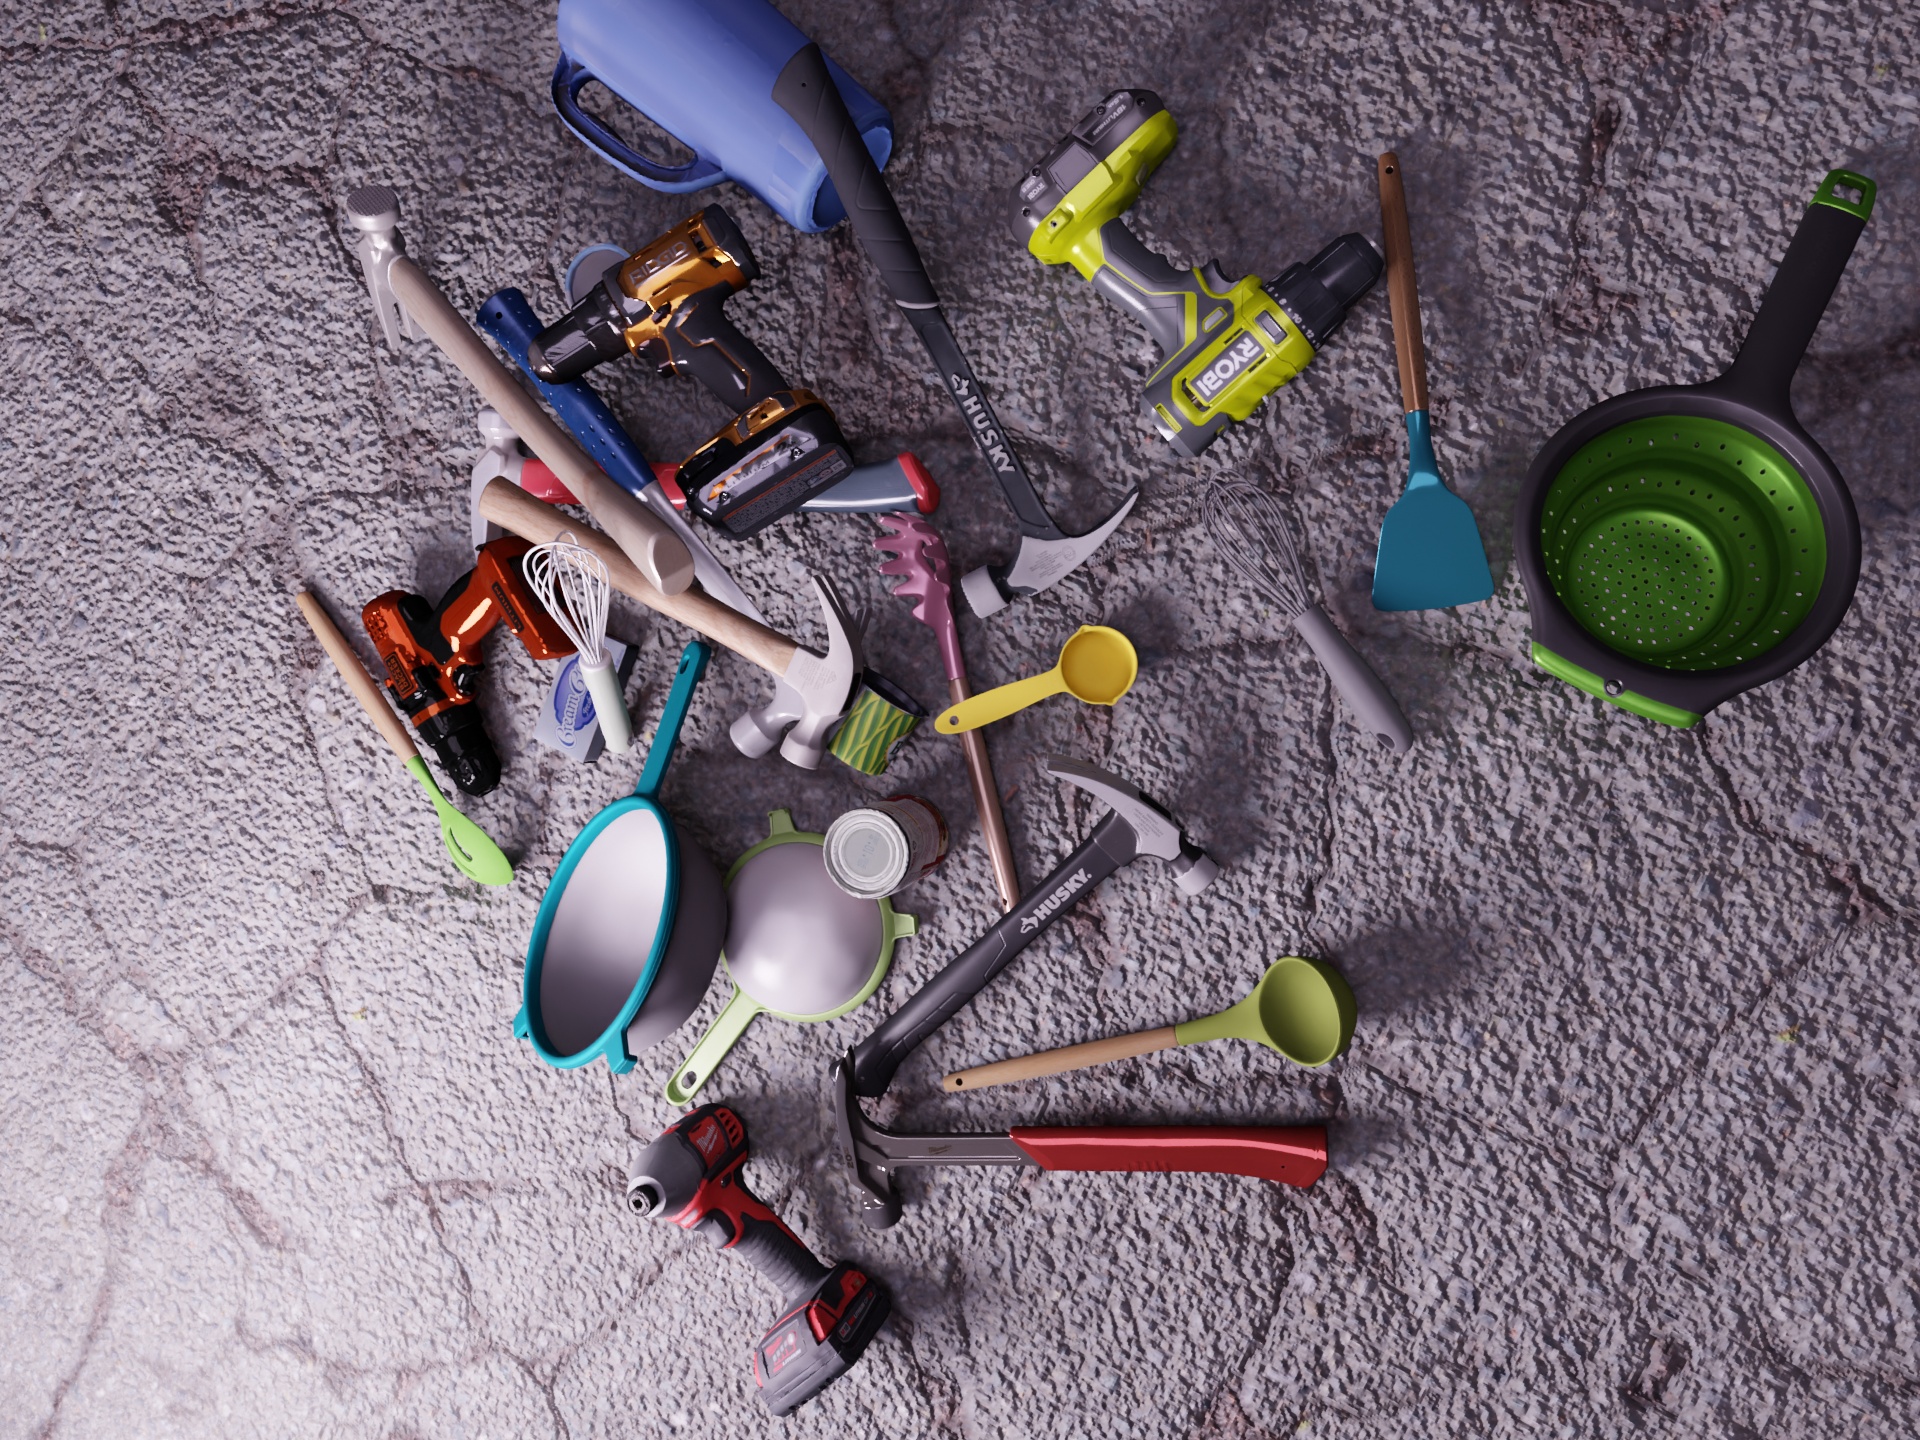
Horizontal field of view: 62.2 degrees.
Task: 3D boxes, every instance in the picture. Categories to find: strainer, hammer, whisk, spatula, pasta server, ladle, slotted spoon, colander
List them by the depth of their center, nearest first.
[{"bbox_3d":[0.492,-0.174,1.036,0.204,0.094,0.397,27,81,13],"label":"colander"},{"bbox_3d":[0.314,-0.237,1.108,0.082,0.044,0.317,-6,86,16],"label":"spatula"},{"bbox_3d":[0.246,-0.077,1.121,0.055,0.055,0.239,-36,87,14],"label":"whisk"},{"bbox_3d":[-0.016,-0.281,1.129,0.149,0.036,0.408,-26,104,10],"label":"hammer"},{"bbox_3d":[0.131,0.236,1.160,0.320,0.062,0.078,-16,80,18],"label":"ladle"},{"bbox_3d":[0.086,0.307,1.171,0.359,0.037,0.149,-4,110,13],"label":"hammer"},{"bbox_3d":[-0.218,-0.098,1.183,0.331,0.031,0.130,29,103,12],"label":"hammer"},{"bbox_3d":[0.022,0.167,1.184,0.146,0.035,0.334,43,107,-10],"label":"hammer"},{"bbox_3d":[-0.330,-0.228,1.189,0.038,0.146,0.411,-34,66,-24],"label":"hammer"},{"bbox_3d":[-0.276,-0.051,1.189,0.059,0.246,0.058,0,54,0],"label":"whisk"},{"bbox_3d":[-0.002,-0.004,1.196,0.060,0.040,0.316,-13,91,53],"label":"pasta server"},{"bbox_3d":[-0.229,-0.171,1.215,0.144,0.035,0.405,-41,84,16],"label":"hammer"},{"bbox_3d":[-0.162,0.205,1.232,0.151,0.069,0.256,39,100,11],"label":"strainer"},{"bbox_3d":[-0.225,0.110,1.235,0.211,0.095,0.340,-2,68,52],"label":"strainer"},{"bbox_3d":[-0.206,-0.168,1.246,0.386,0.038,0.143,4,95,15],"label":"hammer"},{"bbox_3d":[-0.470,0.014,1.327,0.314,0.031,0.070,52,145,12],"label":"slotted spoon"}]

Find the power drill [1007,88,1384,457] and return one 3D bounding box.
[{"bbox_3d":[0.162,-0.327,1.119,0.190,0.080,0.228,-41,84,13],"label":"power drill"}]

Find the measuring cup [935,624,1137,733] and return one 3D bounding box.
[{"bbox_3d":[0.055,-0.023,1.172,0.156,0.029,0.062,-21,88,6],"label":"measuring cup"}]

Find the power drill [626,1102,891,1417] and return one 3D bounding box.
[{"bbox_3d":[-0.162,0.401,1.204,0.078,0.143,0.220,-42,84,16],"label":"power drill"}]

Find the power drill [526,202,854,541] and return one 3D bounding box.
[{"bbox_3d":[-0.201,-0.242,1.158,0.185,0.084,0.226,-31,75,4],"label":"power drill"}]
